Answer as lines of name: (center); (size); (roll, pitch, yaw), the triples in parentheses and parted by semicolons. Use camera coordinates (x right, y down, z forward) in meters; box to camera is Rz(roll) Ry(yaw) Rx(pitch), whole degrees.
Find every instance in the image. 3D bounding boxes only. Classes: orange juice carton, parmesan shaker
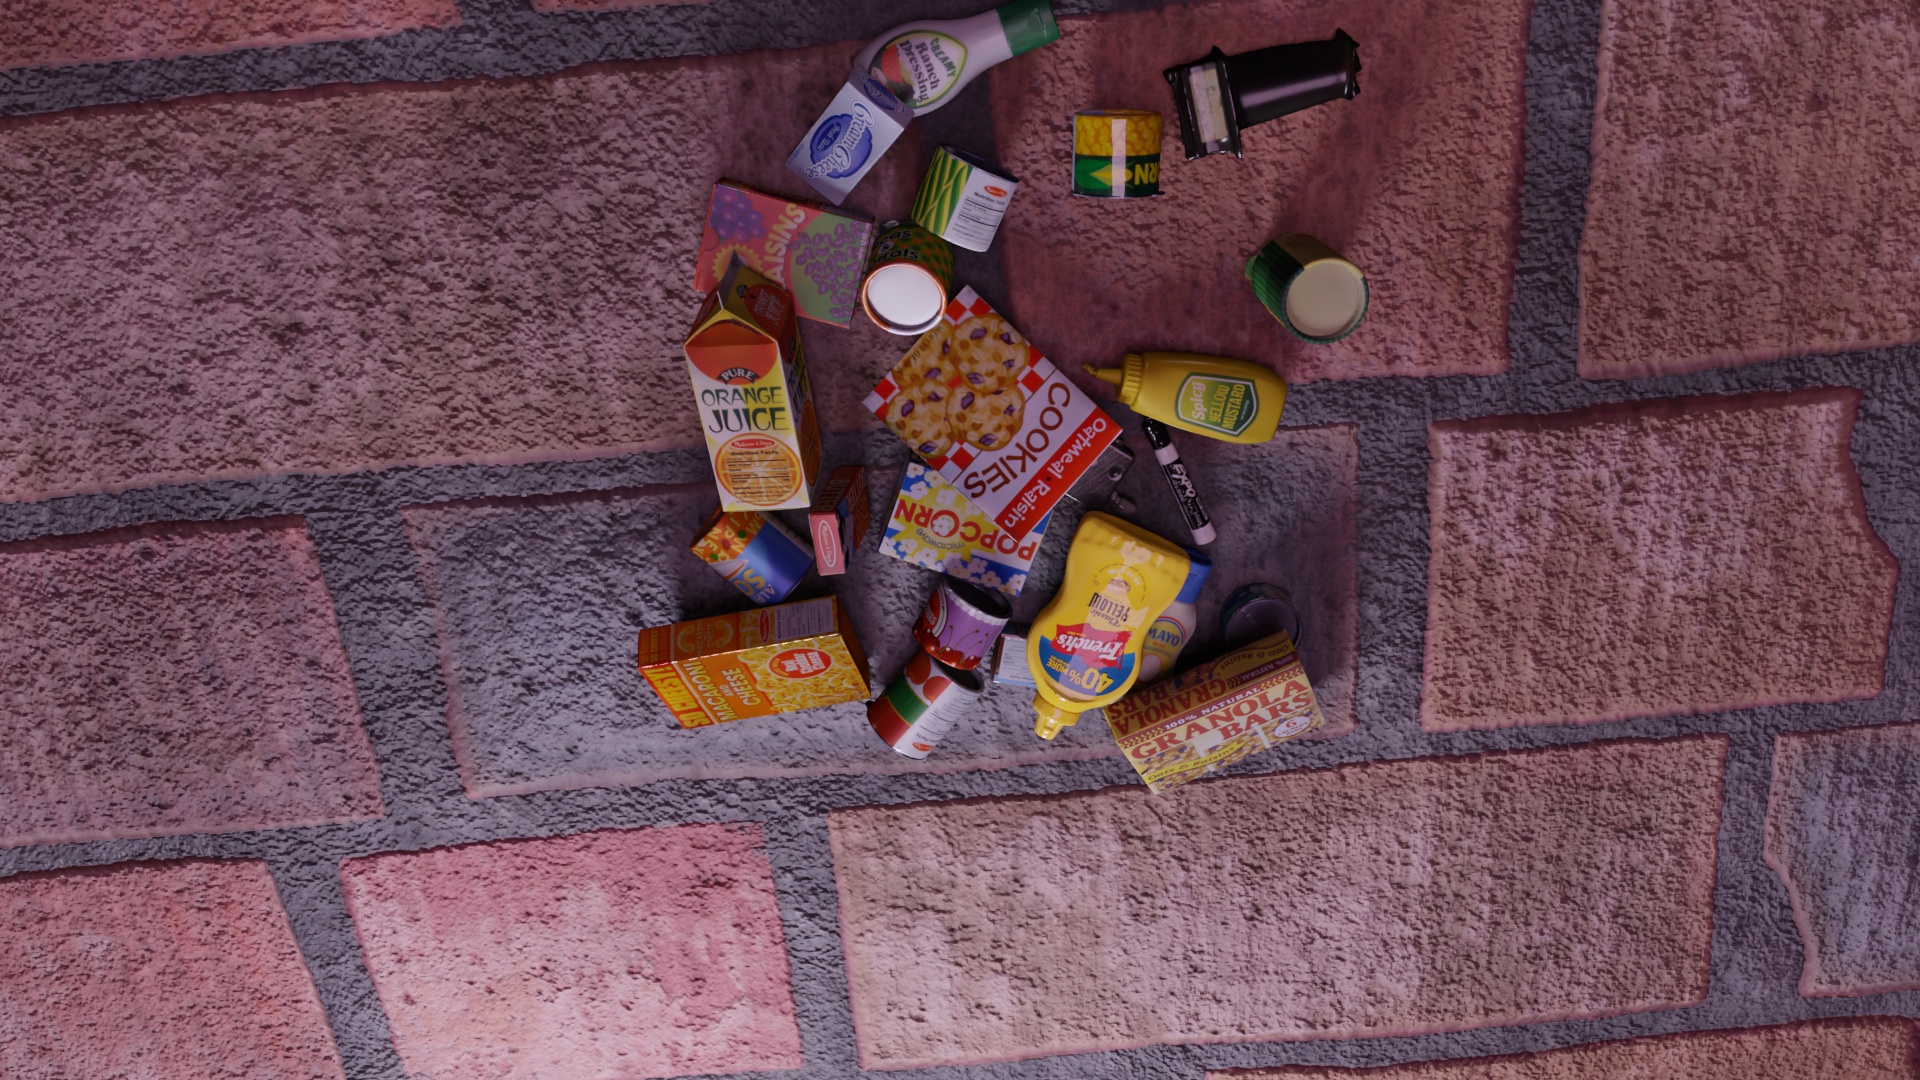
orange juice carton: (-0.159, -0.120, 1.060); (0.073, 0.072, 0.191); (-3, 126, 7)
parmesan shaker: (0.259, -0.191, 1.045); (0.071, 0.103, 0.071); (0, 112, 0)

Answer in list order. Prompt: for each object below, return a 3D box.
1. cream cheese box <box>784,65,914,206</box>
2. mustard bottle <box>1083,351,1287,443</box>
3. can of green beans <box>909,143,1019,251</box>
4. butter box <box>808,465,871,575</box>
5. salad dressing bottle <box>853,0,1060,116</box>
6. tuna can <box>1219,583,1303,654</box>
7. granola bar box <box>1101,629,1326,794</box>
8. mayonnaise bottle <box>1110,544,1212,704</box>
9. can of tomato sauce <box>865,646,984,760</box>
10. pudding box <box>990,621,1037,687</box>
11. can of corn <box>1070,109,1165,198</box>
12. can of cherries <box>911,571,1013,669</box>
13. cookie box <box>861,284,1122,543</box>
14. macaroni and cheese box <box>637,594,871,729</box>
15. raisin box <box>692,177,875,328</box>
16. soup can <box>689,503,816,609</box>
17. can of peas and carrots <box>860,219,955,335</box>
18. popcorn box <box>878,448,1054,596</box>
cream cheese box: (-0.082, -0.295, 1.017); (0.053, 0.024, 0.103); (36, 143, -15)
mustard bottle: (0.175, -0.119, 1.102); (0.160, 0.049, 0.065); (10, 110, -4)
can of green beans: (0.002, -0.256, 1.038); (0.071, 0.071, 0.057); (23, 111, -9)
butter box: (-0.095, -0.018, 1.111); (0.024, 0.104, 0.053); (-3, 114, 10)
salad dressing bottle: (-0.002, -0.356, 1.010); (0.147, 0.044, 0.064); (-20, 111, 7)
tuna can: (0.255, 0.074, 1.187); (0.071, 0.033, 0.070); (0, 111, 0)
granola bar box: (0.219, 0.149, 1.182); (0.165, 0.039, 0.124); (-25, 142, 9)
mayonnaise bottle: (0.168, 0.076, 1.182); (0.065, 0.041, 0.147); (18, 111, -11)
can of tomato sauce: (-0.031, 0.135, 1.192); (0.071, 0.071, 0.083); (36, 107, -14)
pudding box: (0.070, 0.101, 1.198); (0.084, 0.030, 0.049); (7, 110, -3)
can of corn: (0.118, -0.286, 1.026); (0.071, 0.071, 0.058); (0, 111, 0)
can of cherries: (-0.001, 0.066, 1.163); (0.071, 0.072, 0.058); (28, 110, -11)
cookie box: (0.025, -0.098, 1.091); (0.167, 0.040, 0.123); (42, 92, -7)
macaroni and cheese box: (-0.169, 0.103, 1.160); (0.166, 0.040, 0.123); (-10, 147, 4)
raisin box: (-0.135, -0.220, 1.065); (0.123, 0.040, 0.085); (14, 112, -5)
soup can: (-0.171, 0.010, 1.139); (0.083, 0.071, 0.071); (40, 106, -14)
can of peas and carrots: (-0.041, -0.200, 1.052); (0.071, 0.059, 0.070); (4, 133, 4)
popcorn box: (0.004, -0.014, 1.147); (0.127, 0.038, 0.085); (18, 110, -7)
